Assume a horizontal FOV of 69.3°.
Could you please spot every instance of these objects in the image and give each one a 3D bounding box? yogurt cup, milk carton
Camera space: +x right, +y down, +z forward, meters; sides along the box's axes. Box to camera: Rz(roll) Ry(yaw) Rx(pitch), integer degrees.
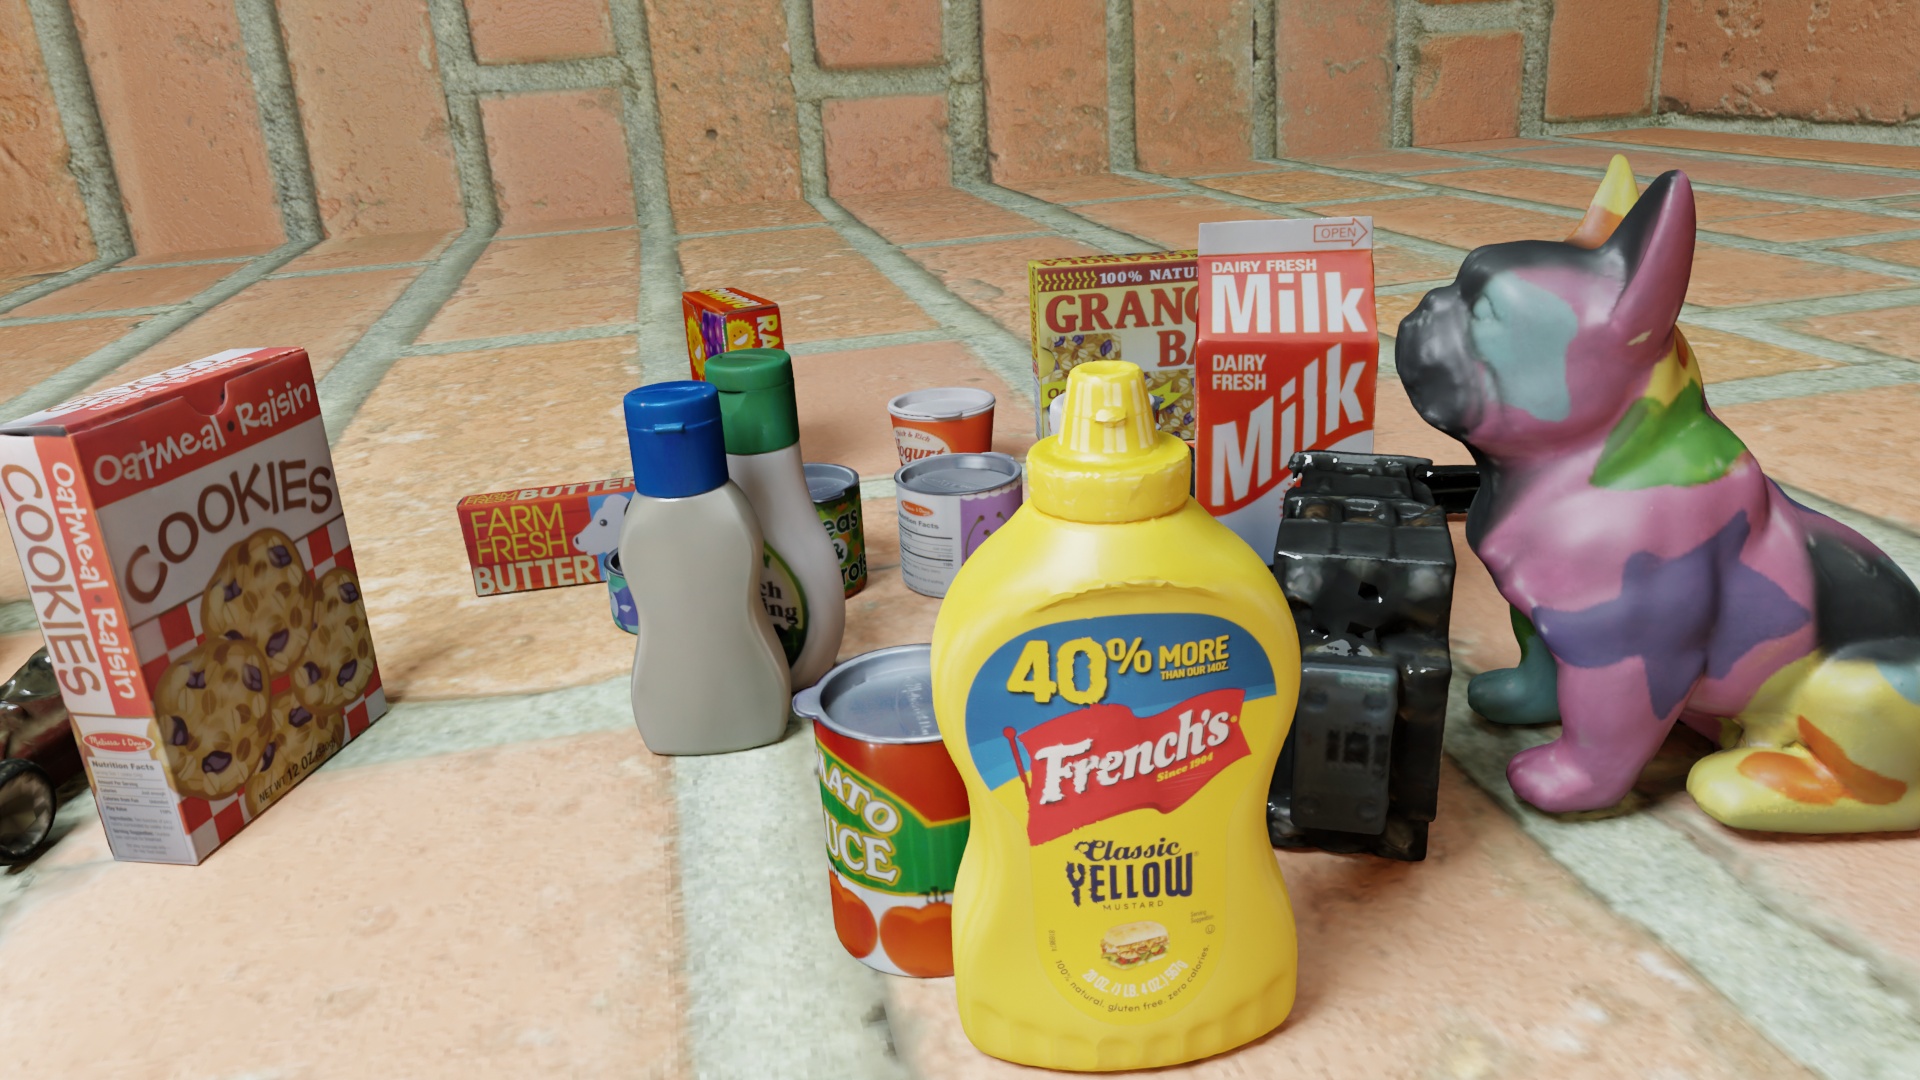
[{"bbox_3d":[-0.010,-0.064,0.876,0.072,0.053,0.072,-3,20,1],"label":"yogurt cup"},{"bbox_3d":[0.136,-0.041,0.593,0.072,0.189,0.074,0,20,10],"label":"milk carton"}]

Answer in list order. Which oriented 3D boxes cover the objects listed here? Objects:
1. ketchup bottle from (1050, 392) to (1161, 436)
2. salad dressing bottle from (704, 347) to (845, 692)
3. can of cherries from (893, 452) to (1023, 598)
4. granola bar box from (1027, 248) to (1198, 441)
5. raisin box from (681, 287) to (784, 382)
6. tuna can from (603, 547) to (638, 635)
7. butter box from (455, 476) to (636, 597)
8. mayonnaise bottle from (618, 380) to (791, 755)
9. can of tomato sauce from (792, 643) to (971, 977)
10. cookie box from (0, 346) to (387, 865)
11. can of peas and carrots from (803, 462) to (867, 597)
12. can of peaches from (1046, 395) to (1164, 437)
[{"bbox_3d":[0.054,0.021,0.501,0.043,0.148,0.065,8,23,30],"label":"ketchup bottle"},{"bbox_3d":[-0.085,-0.008,0.604,0.064,0.147,0.044,6,22,26],"label":"salad dressing bottle"},{"bbox_3d":[0.003,-0.009,0.720,0.071,0.058,0.072,-3,20,1],"label":"can of cherries"},{"bbox_3d":[0.132,-0.129,0.927,0.166,0.123,0.039,-5,20,-2],"label":"granola bar box"},{"bbox_3d":[-0.140,-0.092,0.877,0.040,0.123,0.086,-13,22,-24],"label":"raisin box"},{"bbox_3d":[-0.142,0.021,0.700,0.071,0.032,0.071,-3,20,1],"label":"tuna can"},{"bbox_3d":[-0.213,-0.003,0.748,0.103,0.053,0.024,-7,20,-8],"label":"butter box"},{"bbox_3d":[-0.105,0.012,0.553,0.065,0.147,0.041,-5,20,-4],"label":"mayonnaise bottle"},{"bbox_3d":[-0.013,0.084,0.436,0.071,0.082,0.071,-3,20,1],"label":"can of tomato sauce"},{"bbox_3d":[-0.287,0.019,0.536,0.040,0.166,0.123,1,20,12],"label":"cookie box"},{"bbox_3d":[-0.081,-0.003,0.717,0.071,0.058,0.071,-3,20,1],"label":"can of peas and carrots"},{"bbox_3d":[0.088,-0.052,0.823,0.071,0.057,0.071,-3,20,1],"label":"can of peaches"}]
